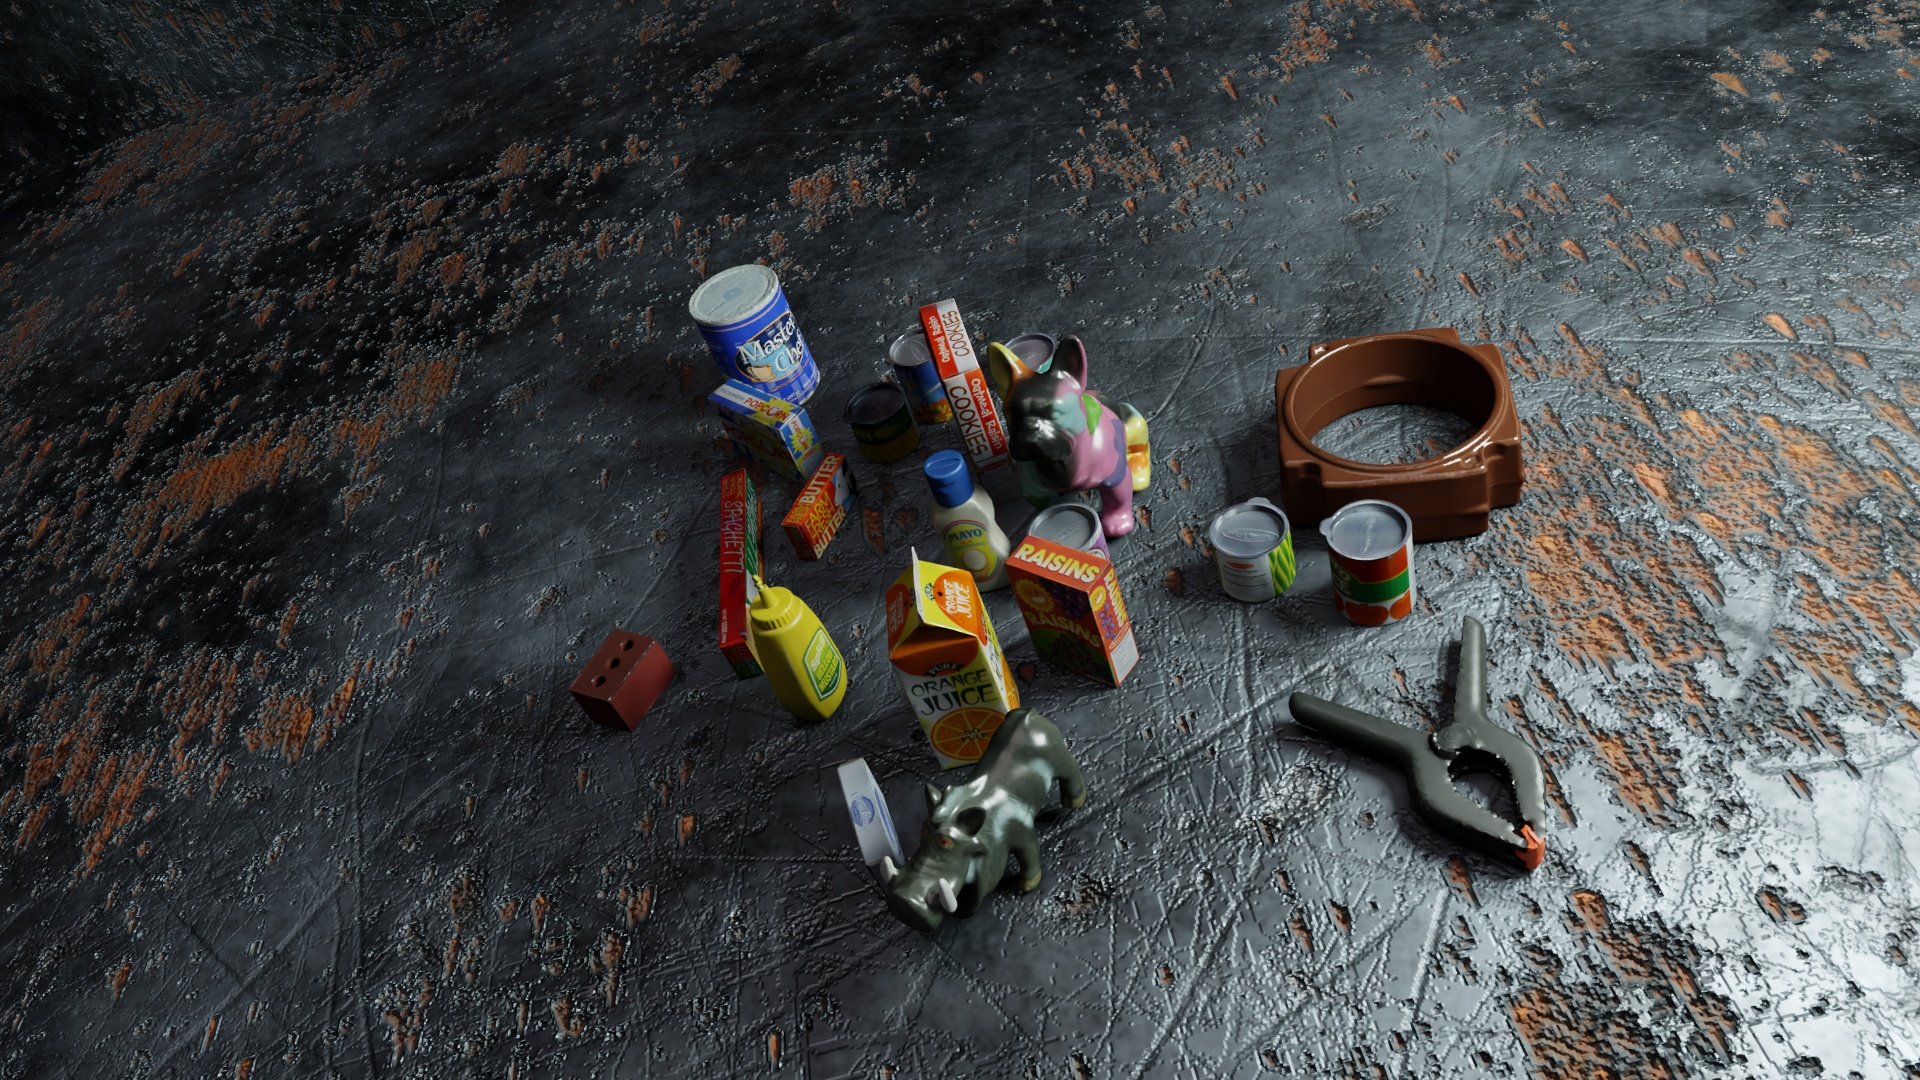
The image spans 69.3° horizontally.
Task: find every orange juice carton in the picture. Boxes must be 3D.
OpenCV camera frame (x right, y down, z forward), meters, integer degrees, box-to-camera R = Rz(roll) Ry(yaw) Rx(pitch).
[{"bbox_3d":[-0.008,0.093,1.104,0.073,0.191,0.072,-14,43,8],"label":"orange juice carton"}]

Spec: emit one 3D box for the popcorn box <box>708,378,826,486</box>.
[{"bbox_3d":[-0.203,-0.115,1.476,0.127,0.084,0.038,25,59,39],"label":"popcorn box"}]

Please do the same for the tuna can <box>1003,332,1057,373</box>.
[{"bbox_3d":[0.075,-0.187,1.477,0.071,0.032,0.071,-11,43,11],"label":"tuna can"}]

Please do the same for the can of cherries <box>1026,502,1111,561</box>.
[{"bbox_3d":[0.099,0.010,1.245,0.071,0.058,0.072,-11,43,11],"label":"can of cherries"}]

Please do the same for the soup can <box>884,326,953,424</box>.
[{"bbox_3d":[-0.035,-0.173,1.470,0.071,0.083,0.072,-11,43,11],"label":"soup can"}]

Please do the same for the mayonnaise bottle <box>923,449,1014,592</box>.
[{"bbox_3d":[0.004,-0.016,1.243,0.065,0.147,0.041,-11,43,12],"label":"mayonnaise bottle"}]

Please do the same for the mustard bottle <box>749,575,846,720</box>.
[{"bbox_3d":[-0.145,0.087,1.188,0.049,0.159,0.066,3,48,25],"label":"mustard bottle"}]

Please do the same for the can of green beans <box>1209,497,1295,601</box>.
[{"bbox_3d":[0.250,0.010,1.186,0.071,0.057,0.071,-11,43,11],"label":"can of green beans"}]

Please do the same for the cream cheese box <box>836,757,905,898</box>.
[{"bbox_3d":[-0.068,0.227,1.093,0.024,0.053,0.104,-23,42,-2],"label":"cream cheese box"}]

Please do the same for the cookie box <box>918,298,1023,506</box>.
[{"bbox_3d":[0.009,-0.133,1.348,0.040,0.166,0.123,-20,42,2],"label":"cookie box"}]

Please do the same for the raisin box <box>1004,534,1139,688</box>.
[{"bbox_3d":[0.094,0.058,1.150,0.086,0.122,0.040,19,56,36],"label":"raisin box"}]

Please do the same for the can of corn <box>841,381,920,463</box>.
[{"bbox_3d":[-0.083,-0.122,1.454,0.071,0.058,0.071,-11,43,11],"label":"can of corn"}]

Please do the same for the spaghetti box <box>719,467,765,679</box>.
[{"bbox_3d":[-0.213,0.027,1.359,0.029,0.050,0.251,-17,42,6],"label":"spaghetti box"}]

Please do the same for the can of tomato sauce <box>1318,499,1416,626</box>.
[{"bbox_3d":[0.331,0.019,1.125,0.071,0.082,0.071,-11,43,11],"label":"can of tomato sauce"}]

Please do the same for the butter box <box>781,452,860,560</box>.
[{"bbox_3d":[-0.138,-0.034,1.390,0.024,0.053,0.104,6,49,28],"label":"butter box"}]
